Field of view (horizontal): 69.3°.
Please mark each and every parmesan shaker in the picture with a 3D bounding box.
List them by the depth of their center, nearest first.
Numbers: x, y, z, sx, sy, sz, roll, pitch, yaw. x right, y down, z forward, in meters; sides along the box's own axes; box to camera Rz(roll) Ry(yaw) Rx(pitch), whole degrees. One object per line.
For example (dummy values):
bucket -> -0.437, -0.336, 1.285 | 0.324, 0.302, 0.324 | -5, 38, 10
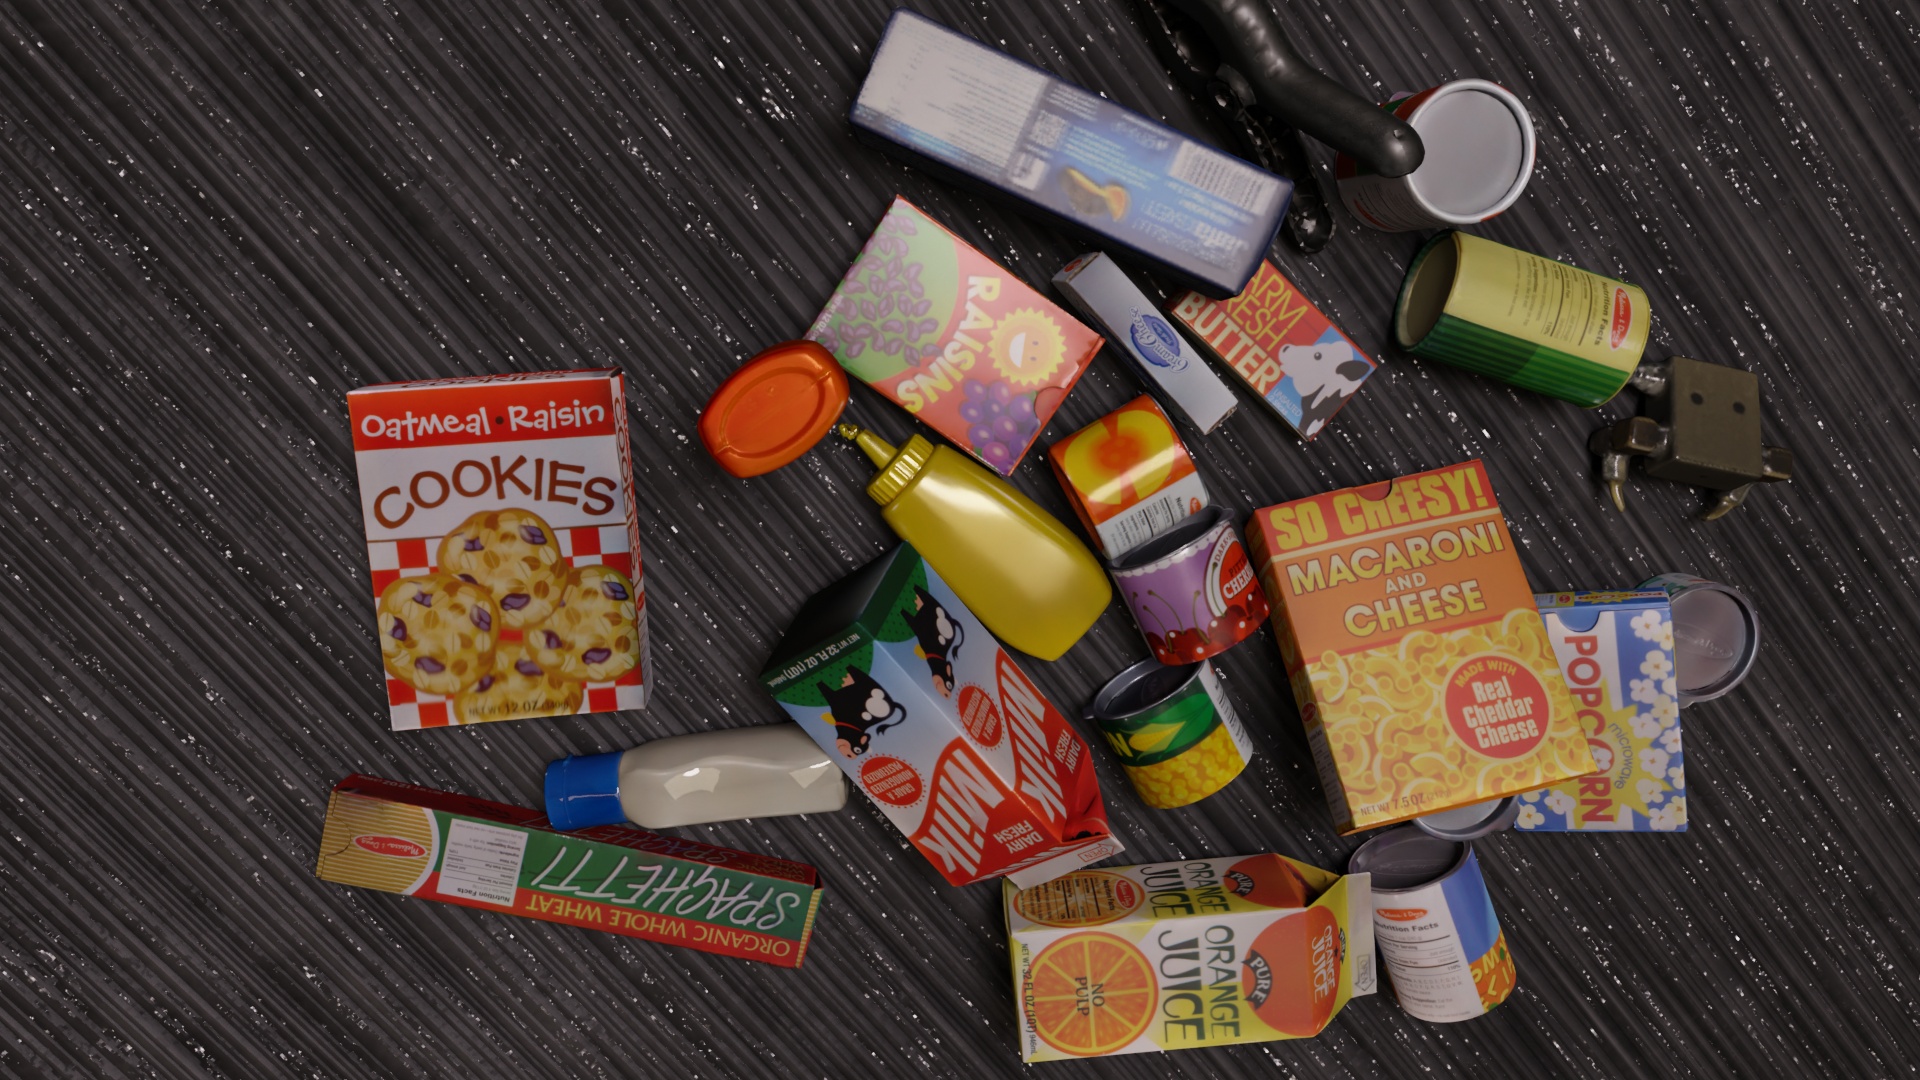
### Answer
parmesan shaker -> 0.282, -0.115, 0.703 | 0.103, 0.071, 0.071 | 15, 98, -7

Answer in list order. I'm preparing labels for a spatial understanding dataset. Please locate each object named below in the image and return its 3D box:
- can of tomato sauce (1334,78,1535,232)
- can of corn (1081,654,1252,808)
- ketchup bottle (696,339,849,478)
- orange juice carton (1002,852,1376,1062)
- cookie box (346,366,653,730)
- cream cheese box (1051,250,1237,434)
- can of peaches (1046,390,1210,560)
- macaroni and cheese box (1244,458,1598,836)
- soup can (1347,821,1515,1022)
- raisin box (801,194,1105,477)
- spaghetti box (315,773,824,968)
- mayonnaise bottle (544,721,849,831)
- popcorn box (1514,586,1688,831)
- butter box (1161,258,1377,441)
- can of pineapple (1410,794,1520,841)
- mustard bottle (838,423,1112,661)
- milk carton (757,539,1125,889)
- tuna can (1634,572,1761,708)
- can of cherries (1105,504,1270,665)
can of tomato sauce -> 0.229, -0.187, 0.675 | 0.071, 0.083, 0.071 | -1, 100, -6
can of corn -> 0.107, 0.098, 0.719 | 0.071, 0.071, 0.058 | -30, 102, 0
ketchup bottle -> -0.082, -0.065, 0.630 | 0.065, 0.149, 0.043 | -35, 102, 2
orange juice carton -> 0.121, 0.215, 0.729 | 0.193, 0.073, 0.071 | -5, 100, 0
cookie box -> -0.222, 0.003, 0.683 | 0.123, 0.040, 0.167 | -4, 101, -5
cream cheese box -> 0.091, -0.099, 0.690 | 0.024, 0.053, 0.103 | -44, 101, 5
can of peaches -> 0.082, -0.033, 0.696 | 0.058, 0.071, 0.071 | -30, 101, 0
macaroni and cheese box -> 0.227, 0.051, 0.699 | 0.124, 0.040, 0.167 | -12, 72, -4
soup can -> 0.257, 0.205, 0.754 | 0.071, 0.071, 0.083 | -23, 102, -1
raisin box -> -0.004, -0.100, 0.688 | 0.123, 0.040, 0.086 | 33, 94, -11
spaghetti box -> -0.198, 0.172, 0.719 | 0.250, 0.029, 0.050 | 13, 98, -8
mayonnaise bottle -> -0.132, 0.120, 0.702 | 0.148, 0.065, 0.041 | -7, 102, -1
popcorn box -> 0.334, 0.091, 0.738 | 0.085, 0.038, 0.126 | -5, 102, 25
butter box -> 0.158, -0.104, 0.711 | 0.103, 0.024, 0.053 | 41, 94, -11
can of pineapple -> 0.256, 0.121, 0.742 | 0.071, 0.058, 0.071 | -1, 100, -5
mustard bottle -> 0.002, -0.009, 0.699 | 0.160, 0.049, 0.065 | 41, 98, -10
milk carton -> -0.002, 0.101, 0.689 | 0.072, 0.074, 0.190 | -30, 109, 32
tuna can -> 0.394, 0.054, 0.758 | 0.071, 0.033, 0.071 | -1, 100, -6
can of cherries -> 0.118, 0.022, 0.705 | 0.071, 0.071, 0.058 | -28, 102, 0
